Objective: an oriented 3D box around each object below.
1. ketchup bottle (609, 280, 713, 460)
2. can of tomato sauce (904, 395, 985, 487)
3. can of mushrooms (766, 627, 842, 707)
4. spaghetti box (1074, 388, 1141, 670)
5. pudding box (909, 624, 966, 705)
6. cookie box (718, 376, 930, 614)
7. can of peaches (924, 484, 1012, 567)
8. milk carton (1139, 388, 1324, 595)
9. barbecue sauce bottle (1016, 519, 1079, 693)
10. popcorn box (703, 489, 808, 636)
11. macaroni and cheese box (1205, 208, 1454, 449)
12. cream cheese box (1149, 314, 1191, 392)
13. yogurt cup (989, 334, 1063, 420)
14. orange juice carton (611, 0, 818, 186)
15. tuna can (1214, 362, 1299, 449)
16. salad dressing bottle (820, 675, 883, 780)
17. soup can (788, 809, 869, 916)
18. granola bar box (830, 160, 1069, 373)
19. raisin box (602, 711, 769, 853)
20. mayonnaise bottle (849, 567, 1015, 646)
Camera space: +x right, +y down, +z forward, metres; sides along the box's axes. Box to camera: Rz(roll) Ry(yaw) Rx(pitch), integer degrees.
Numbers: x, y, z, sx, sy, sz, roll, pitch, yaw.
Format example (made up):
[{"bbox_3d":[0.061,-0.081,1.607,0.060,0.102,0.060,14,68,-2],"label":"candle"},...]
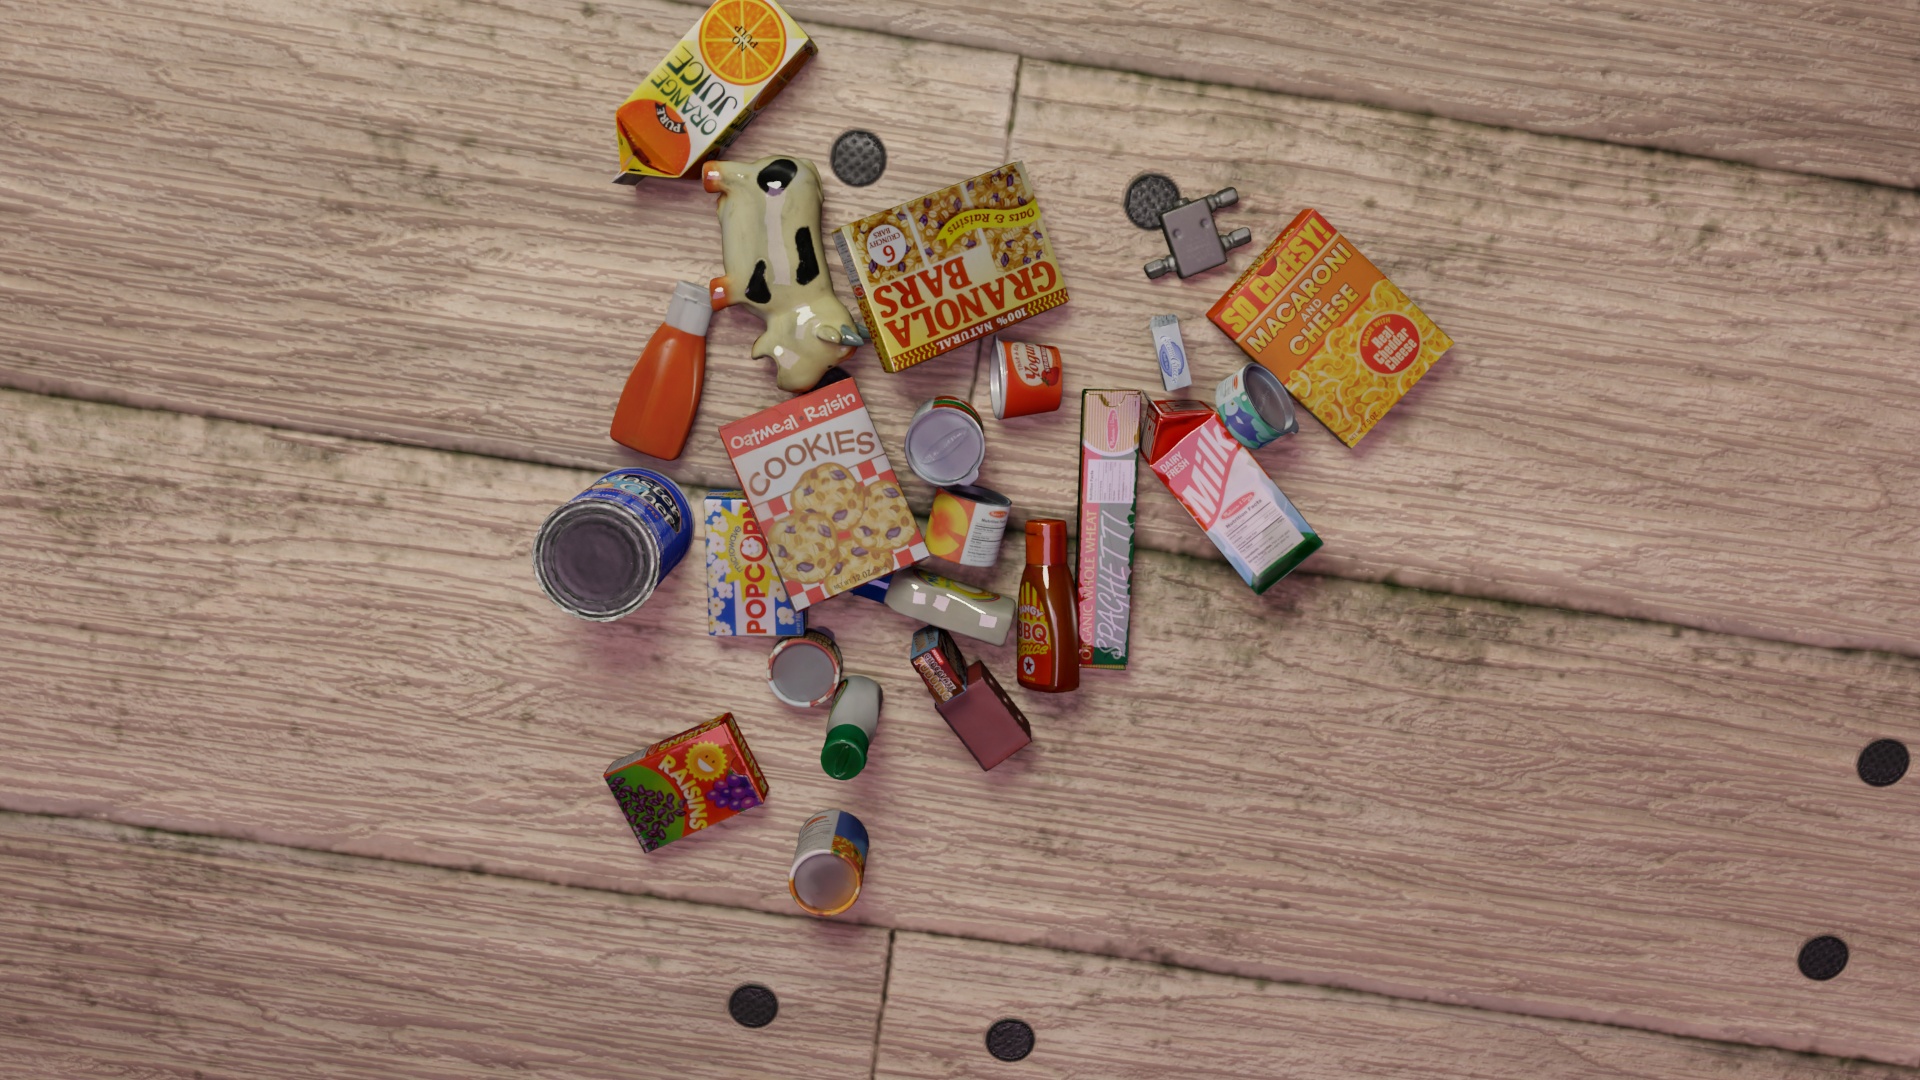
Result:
[{"bbox_3d":[-0.247,-0.146,1.184,0.065,0.043,0.148,21,102,-4],"label":"ketchup bottle"},{"bbox_3d":[-0.011,-0.084,1.175,0.071,0.083,0.071,0,103,0],"label":"can of tomato sauce"},{"bbox_3d":[-0.139,0.113,1.246,0.071,0.033,0.071,0,103,1],"label":"can of mushrooms"},{"bbox_3d":[0.127,-0.009,1.219,0.050,0.029,0.249,1,103,0],"label":"spaghetti box"},{"bbox_3d":[-0.019,0.106,1.217,0.030,0.084,0.049,-30,101,7],"label":"pudding box"},{"bbox_3d":[-0.115,-0.039,1.174,0.123,0.040,0.167,-23,87,-11],"label":"cookie box"},{"bbox_3d":[0.004,-0.015,1.201,0.071,0.071,0.058,14,103,-3],"label":"can of peaches"},{"bbox_3d":[0.218,-0.053,1.187,0.073,0.072,0.190,-40,100,9],"label":"milk carton"},{"bbox_3d":[0.076,0.056,1.220,0.044,0.065,0.148,-4,97,-33],"label":"barbecue sauce bottle"},{"bbox_3d":[-0.179,0.020,1.223,0.085,0.038,0.126,0,103,0],"label":"popcorn box"},{"bbox_3d":[0.311,-0.179,1.174,0.166,0.040,0.123,41,99,-8],"label":"macaroni and cheese box"},{"bbox_3d":[0.173,-0.157,1.148,0.024,0.104,0.053,-13,101,11],"label":"cream cheese box"},{"bbox_3d":[0.055,-0.136,1.174,0.054,0.072,0.072,-2,103,-7],"label":"yogurt cup"},{"bbox_3d":[-0.208,-0.357,1.122,0.192,0.072,0.073,-44,98,9],"label":"orange juice carton"},{"bbox_3d":[0.245,-0.109,1.149,0.071,0.071,0.032,49,130,-9],"label":"tuna can"},{"bbox_3d":[-0.094,0.161,1.197,0.044,0.148,0.064,19,102,-4],"label":"salad dressing bottle"},{"bbox_3d":[-0.117,0.294,1.260,0.071,0.084,0.071,0,103,0],"label":"soup can"},{"bbox_3d":[-0.007,-0.224,1.138,0.166,0.039,0.124,-24,103,-16],"label":"granola bar box"},{"bbox_3d":[-0.249,0.220,1.268,0.123,0.040,0.086,-23,101,5],"label":"raisin box"},{"bbox_3d":[-0.027,0.050,1.218,0.148,0.065,0.041,19,103,0],"label":"mayonnaise bottle"}]
